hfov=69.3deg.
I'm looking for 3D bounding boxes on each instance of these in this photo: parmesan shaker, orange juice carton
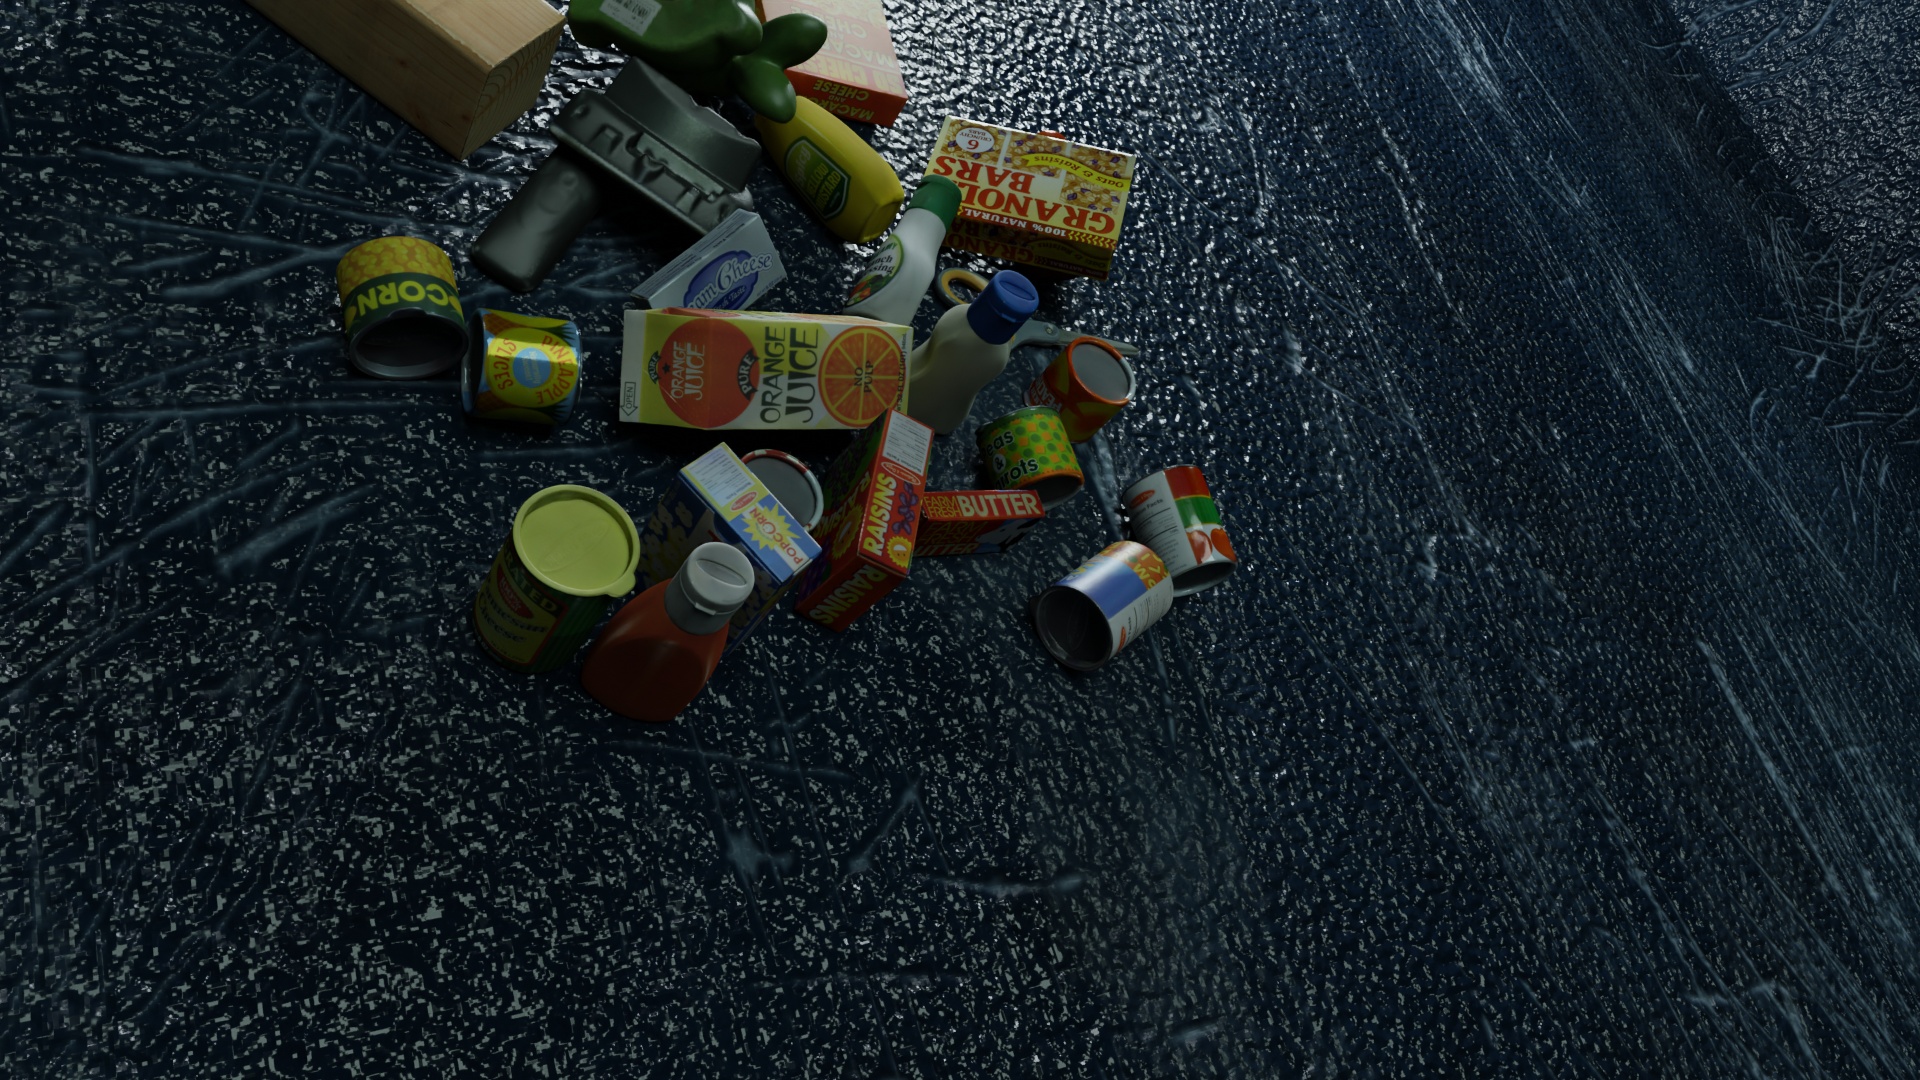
[{"bbox_3d":[-0.222,0.026,0.760,0.071,0.102,0.071,17,53,-24],"label":"parmesan shaker"},{"bbox_3d":[-0.132,-0.113,0.916,0.193,0.073,0.071,-4,104,-35],"label":"orange juice carton"}]

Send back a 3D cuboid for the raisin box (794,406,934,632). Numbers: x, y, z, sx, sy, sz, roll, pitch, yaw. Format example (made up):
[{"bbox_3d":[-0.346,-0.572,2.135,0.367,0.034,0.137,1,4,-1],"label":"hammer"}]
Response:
[{"bbox_3d":[-0.062,-0.013,0.906,0.040,0.085,0.124,28,49,-22],"label":"raisin box"}]

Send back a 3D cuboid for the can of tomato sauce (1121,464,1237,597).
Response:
[{"bbox_3d":[0.170,-0.007,1.071,0.071,0.071,0.083,-1,63,-35],"label":"can of tomato sauce"}]

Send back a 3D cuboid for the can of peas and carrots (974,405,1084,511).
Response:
[{"bbox_3d":[0.050,-0.058,1.023,0.071,0.070,0.059,-4,64,-36],"label":"can of peas and carrots"}]

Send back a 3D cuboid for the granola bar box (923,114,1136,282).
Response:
[{"bbox_3d":[0.053,-0.284,1.152,0.166,0.038,0.125,13,54,3],"label":"granola bar box"}]

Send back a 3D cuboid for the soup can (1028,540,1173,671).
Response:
[{"bbox_3d":[0.101,0.044,0.992,0.084,0.071,0.071,-32,81,-43],"label":"soup can"}]

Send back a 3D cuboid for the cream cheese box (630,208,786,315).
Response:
[{"bbox_3d":[-0.170,-0.174,0.942,0.104,0.024,0.053,-45,135,-23],"label":"cream cheese box"}]

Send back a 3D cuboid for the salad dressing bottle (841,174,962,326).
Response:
[{"bbox_3d":[-0.041,-0.214,1.055,0.044,0.064,0.148,40,58,-29],"label":"salad dressing bottle"}]

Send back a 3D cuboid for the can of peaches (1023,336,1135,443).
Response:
[{"bbox_3d":[0.095,-0.120,1.100,0.071,0.057,0.071,18,53,-25],"label":"can of peaches"}]

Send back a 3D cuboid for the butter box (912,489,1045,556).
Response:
[{"bbox_3d":[0.003,-0.012,0.971,0.104,0.053,0.024,-2,61,-35],"label":"butter box"}]

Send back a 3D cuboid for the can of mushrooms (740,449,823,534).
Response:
[{"bbox_3d":[-0.127,-0.024,0.906,0.071,0.033,0.071,17,54,-25],"label":"can of mushrooms"}]

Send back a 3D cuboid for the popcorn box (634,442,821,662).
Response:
[{"bbox_3d":[-0.142,0.011,0.808,0.085,0.126,0.038,48,51,2],"label":"popcorn box"}]

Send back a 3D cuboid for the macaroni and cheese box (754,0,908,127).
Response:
[{"bbox_3d":[-0.121,-0.433,1.176,0.124,0.040,0.167,3,59,-32],"label":"macaroni and cheese box"}]

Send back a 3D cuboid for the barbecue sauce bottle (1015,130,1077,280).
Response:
[{"bbox_3d":[0.078,-0.296,1.215,0.065,0.043,0.149,13,54,-16],"label":"barbecue sauce bottle"}]

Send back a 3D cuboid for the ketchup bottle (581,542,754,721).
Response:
[{"bbox_3d":[-0.156,0.051,0.757,0.065,0.148,0.044,26,51,-17],"label":"ketchup bottle"}]

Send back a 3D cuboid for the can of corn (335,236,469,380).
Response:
[{"bbox_3d":[-0.329,-0.138,0.819,0.071,0.071,0.058,-3,62,-35],"label":"can of corn"}]

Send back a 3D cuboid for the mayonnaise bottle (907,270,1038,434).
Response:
[{"bbox_3d":[0.002,-0.133,0.985,0.065,0.147,0.041,22,51,-21],"label":"mayonnaise bottle"}]

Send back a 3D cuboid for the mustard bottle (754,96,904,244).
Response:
[{"bbox_3d":[-0.115,-0.303,1.081,0.160,0.065,0.049,46,42,9],"label":"mustard bottle"}]

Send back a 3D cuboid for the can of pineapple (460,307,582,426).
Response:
[{"bbox_3d":[-0.266,-0.104,0.841,0.058,0.070,0.071,4,59,-31],"label":"can of pineapple"}]
